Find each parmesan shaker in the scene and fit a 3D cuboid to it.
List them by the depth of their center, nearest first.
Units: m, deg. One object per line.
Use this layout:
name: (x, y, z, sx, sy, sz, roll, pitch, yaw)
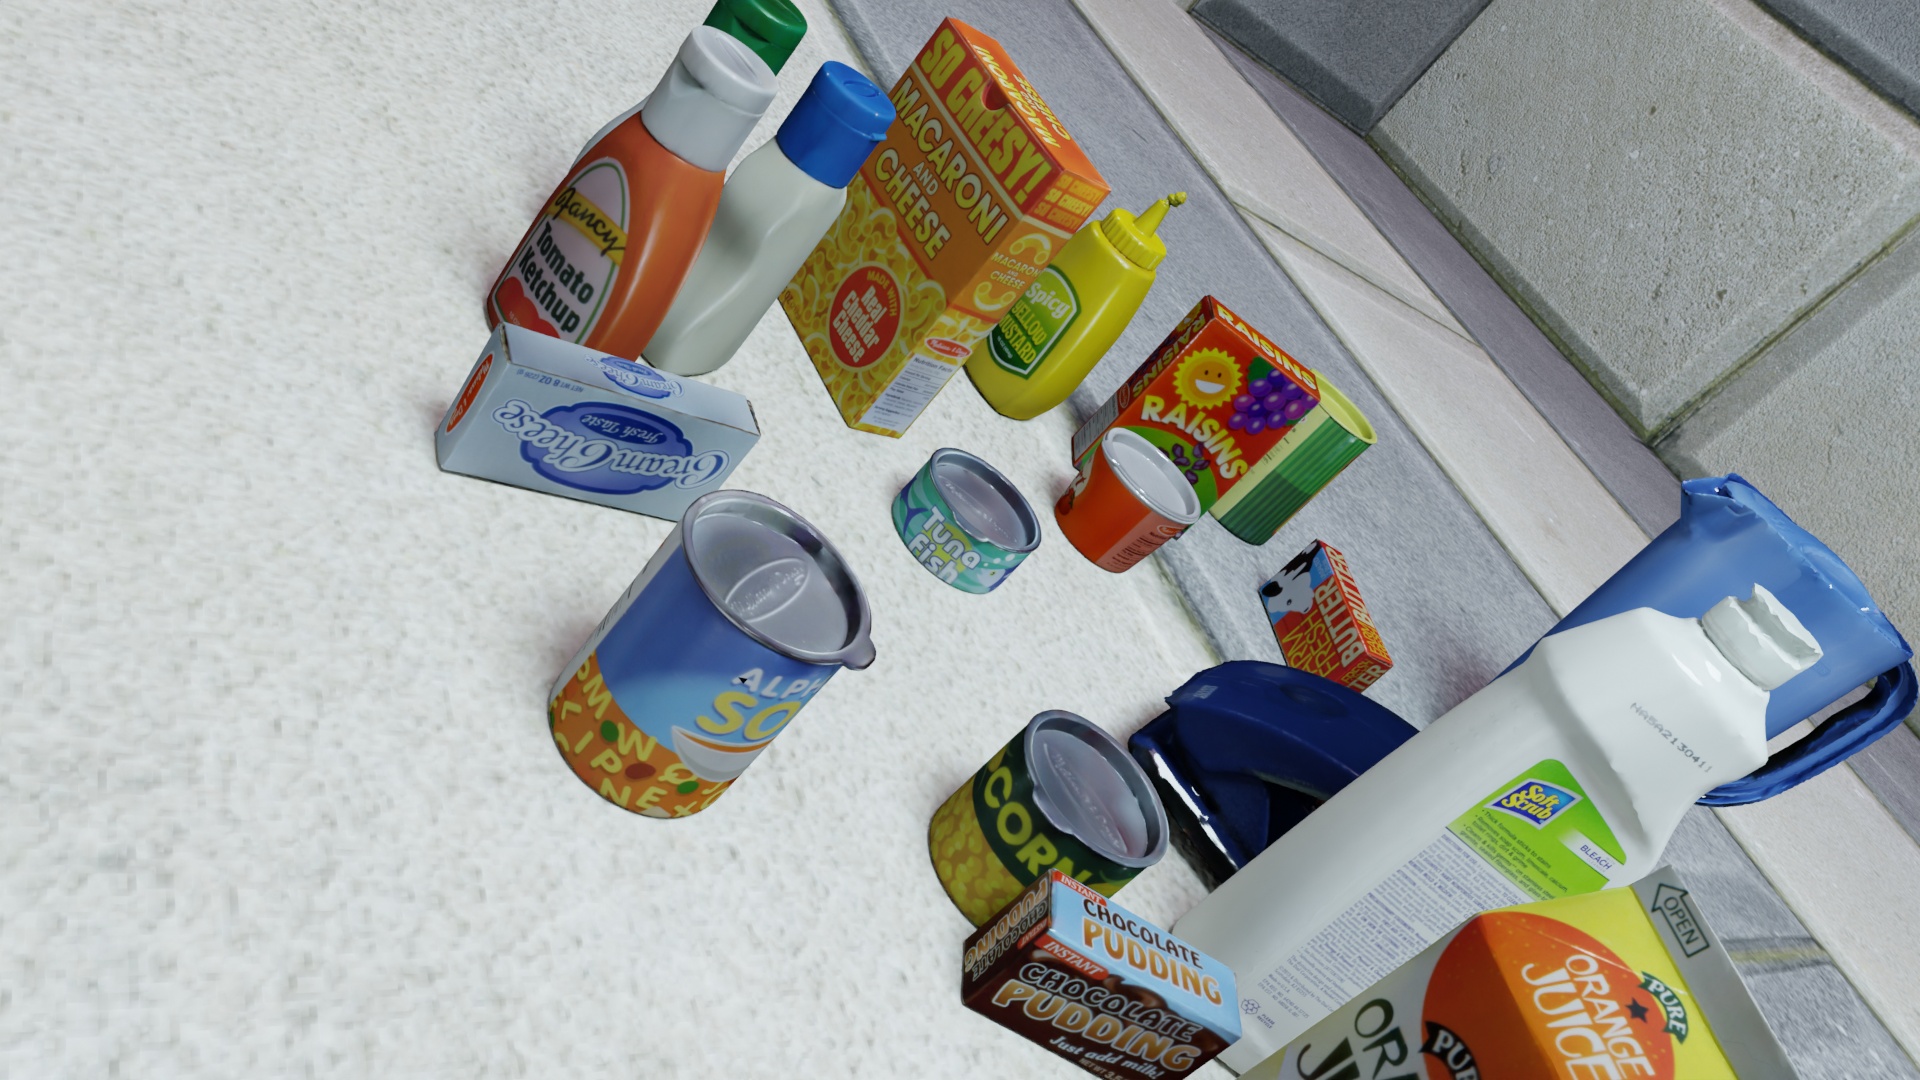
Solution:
parmesan shaker: (0.212, -0.055, 0.916, 0.071, 0.102, 0.072, 32, 29, -20)

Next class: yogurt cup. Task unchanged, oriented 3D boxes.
yogurt cup: (0.089, -0.019, 0.758, 0.072, 0.053, 0.073, 32, 29, -20)

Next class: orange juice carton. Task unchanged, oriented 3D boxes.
orange juice carton: (0.146, 0.175, 0.406, 0.073, 0.192, 0.072, 26, 31, -29)

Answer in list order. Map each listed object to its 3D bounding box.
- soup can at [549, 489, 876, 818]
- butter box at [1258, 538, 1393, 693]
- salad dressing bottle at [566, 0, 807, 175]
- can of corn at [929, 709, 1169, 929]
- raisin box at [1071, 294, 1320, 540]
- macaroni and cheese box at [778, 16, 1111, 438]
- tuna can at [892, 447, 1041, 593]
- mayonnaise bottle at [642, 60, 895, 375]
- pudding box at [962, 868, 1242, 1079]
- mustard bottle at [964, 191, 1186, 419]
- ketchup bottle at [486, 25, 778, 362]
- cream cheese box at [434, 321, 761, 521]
soup can: (-0.076, 0.038, 0.429, 0.071, 0.083, 0.072, 32, 29, -20)
butter box: (0.215, 0.051, 0.822, 0.024, 0.053, 0.104, 28, 31, -26)
salad dressing bottle: (-0.122, -0.175, 0.603, 0.064, 0.147, 0.044, 34, 28, -16)
can of corn: (0.030, 0.105, 0.500, 0.071, 0.058, 0.071, 32, 29, -20)
raisin box: (0.137, -0.071, 0.820, 0.086, 0.123, 0.040, 35, 28, -16)
macaroni and cheese box: (-0.019, -0.152, 0.685, 0.040, 0.165, 0.124, 9, 42, -47)
tuna can: (0.002, -0.008, 0.652, 0.071, 0.032, 0.071, 32, 29, -20)
mayonnaise bottle: (-0.084, -0.136, 0.596, 0.041, 0.147, 0.065, 46, 27, 6)
pudding box: (0.048, 0.150, 0.469, 0.083, 0.049, 0.030, 33, 29, -17)
mustard bottle: (0.069, -0.140, 0.789, 0.049, 0.159, 0.065, 2, 47, -52)
ketchup bottle: (-0.123, -0.124, 0.528, 0.065, 0.148, 0.043, 52, 28, 17)
cream cheese box: (-0.130, -0.040, 0.503, 0.104, 0.053, 0.024, 14, 39, -43)
